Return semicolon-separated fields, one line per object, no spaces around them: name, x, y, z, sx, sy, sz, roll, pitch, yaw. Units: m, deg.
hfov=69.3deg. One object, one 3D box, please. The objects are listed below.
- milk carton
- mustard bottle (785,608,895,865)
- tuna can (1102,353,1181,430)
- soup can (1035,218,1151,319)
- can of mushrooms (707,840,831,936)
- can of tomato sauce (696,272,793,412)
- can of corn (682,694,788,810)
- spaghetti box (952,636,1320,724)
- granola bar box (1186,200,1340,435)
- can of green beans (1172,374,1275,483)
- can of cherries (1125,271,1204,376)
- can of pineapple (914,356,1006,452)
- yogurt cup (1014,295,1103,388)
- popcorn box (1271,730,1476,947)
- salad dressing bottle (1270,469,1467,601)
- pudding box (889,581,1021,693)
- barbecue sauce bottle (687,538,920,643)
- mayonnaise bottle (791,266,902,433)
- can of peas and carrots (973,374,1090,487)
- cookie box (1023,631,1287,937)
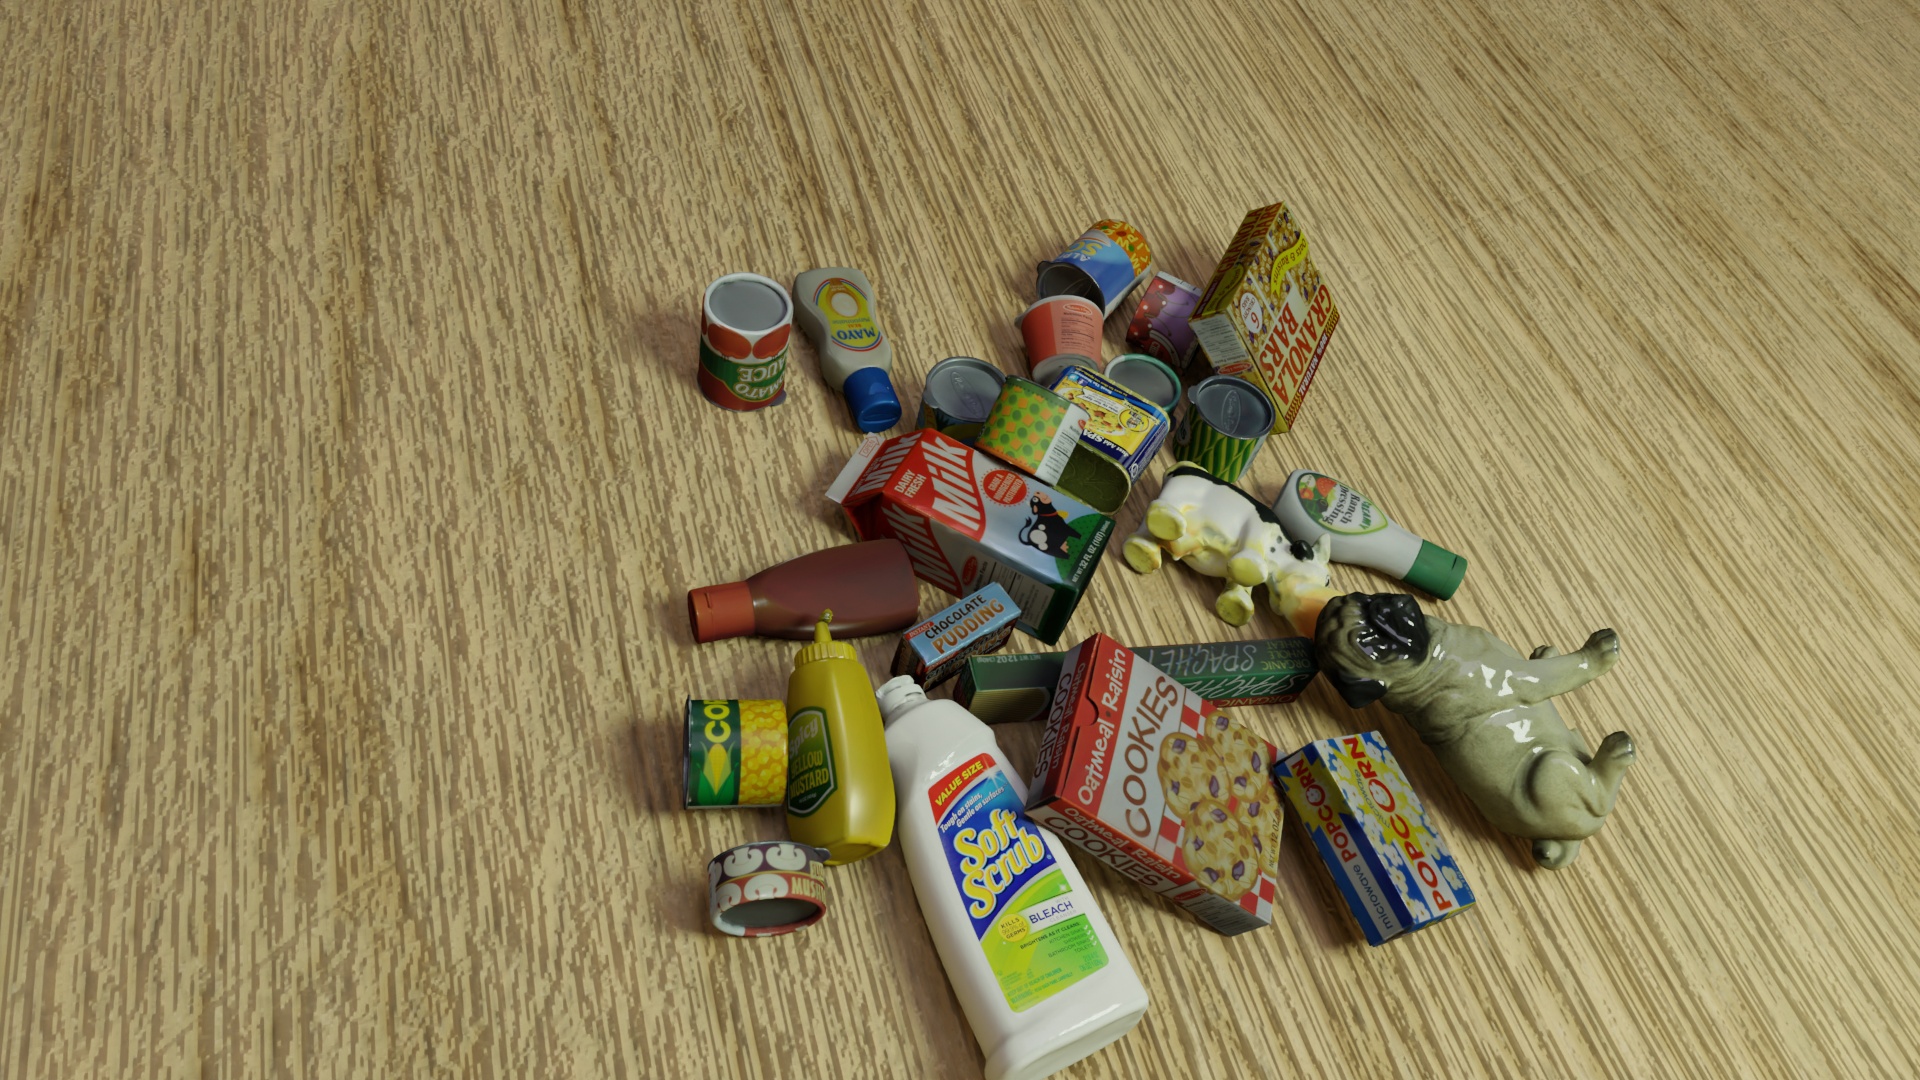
milk carton;0.003;-0.012;0.975;0.191;0.073;0.073;27;53;7
mustard bottle;-0.079;0.115;0.851;0.049;0.065;0.161;19;51;-42
tuna can;0.144;-0.116;1.116;0.071;0.032;0.071;7;52;-8
soup can;0.111;-0.226;1.170;0.071;0.071;0.084;34;52;12
can of mushrooms;-0.108;0.198;0.789;0.071;0.070;0.033;0;54;-14
can of tomato sauce;-0.159;-0.146;1.032;0.071;0.082;0.071;7;52;-8
can of corn;-0.136;0.126;0.836;0.058;0.070;0.071;2;53;-14
spaghetti box;0.122;0.094;0.938;0.250;0.050;0.029;-2;56;-15
granola bar box;0.255;-0.184;1.146;0.124;0.039;0.166;55;46;-27
can of green beans;0.206;-0.087;1.093;0.071;0.057;0.071;7;52;-9
can of cherries;0.176;-0.180;1.154;0.058;0.071;0.072;27;52;8
can of pineapple;0.000;-0.096;1.049;0.071;0.057;0.071;7;52;-9
yogurt cup;0.083;-0.155;1.113;0.072;0.072;0.054;4;61;-11
popcorn box;0.263;0.187;0.883;0.085;0.038;0.127;1;54;-44
salad dressing bottle;0.312;-0.003;1.063;0.148;0.043;0.064;27;51;7
pudding box;-0.003;0.066;0.928;0.084;0.049;0.030;-28;65;-30
barbecue sauce bottle;-0.105;0.039;0.929;0.149;0.043;0.065;-9;59;-19
mayonnaise bottle;-0.084;-0.150;1.080;0.065;0.041;0.148;-8;55;-22
can of peas and carrots;0.048;-0.078;0.987;0.071;0.071;0.058;26;89;7
cookie box;0.127;0.150;0.863;0.167;0.040;0.123;34;49;-17
